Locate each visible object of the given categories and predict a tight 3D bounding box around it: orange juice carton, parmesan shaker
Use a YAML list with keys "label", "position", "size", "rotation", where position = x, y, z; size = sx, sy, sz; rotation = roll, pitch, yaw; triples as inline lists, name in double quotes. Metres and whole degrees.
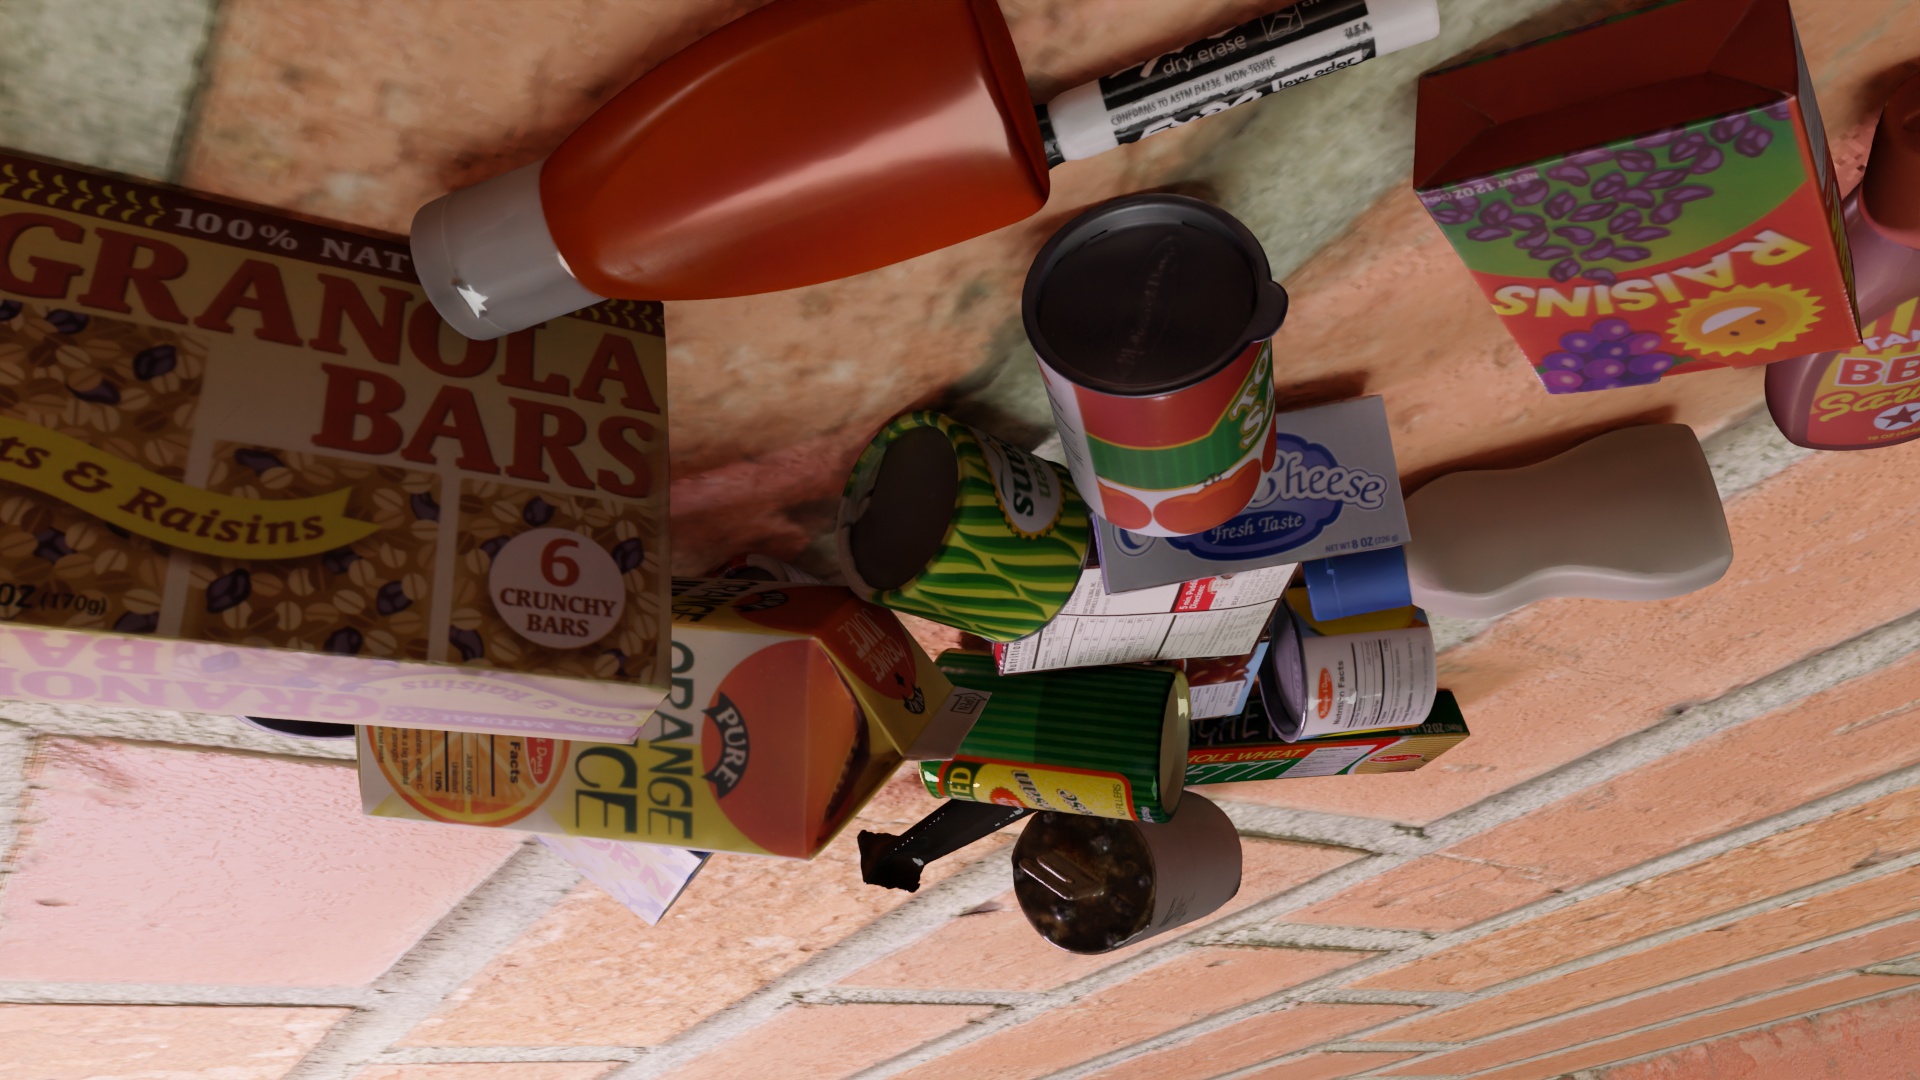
- label: "orange juice carton"
  position: [-0.090, 0.053, 0.453]
  size: [0.193, 0.073, 0.072]
  rotation: [3, -171, 9]
- label: "parmesan shaker"
  position: [0.040, 0.081, 0.589]
  size: [0.103, 0.071, 0.071]
  rotation: [3, 154, 21]

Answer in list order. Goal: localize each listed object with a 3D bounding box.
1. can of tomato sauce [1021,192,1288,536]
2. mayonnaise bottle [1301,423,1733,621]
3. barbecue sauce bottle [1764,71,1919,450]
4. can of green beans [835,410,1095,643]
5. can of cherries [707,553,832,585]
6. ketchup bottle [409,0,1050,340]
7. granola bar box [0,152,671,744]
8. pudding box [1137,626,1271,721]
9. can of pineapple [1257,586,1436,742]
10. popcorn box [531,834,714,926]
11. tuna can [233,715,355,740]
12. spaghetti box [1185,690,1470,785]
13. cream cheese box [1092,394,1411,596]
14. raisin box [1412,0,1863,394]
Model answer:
- label: "can of tomato sauce"
  position: [0.060, -0.048, 0.403]
  size: [0.071, 0.071, 0.082]
  rotation: [-13, 150, 7]
- label: "mayonnaise bottle"
  position: [0.206, 0.000, 0.531]
  size: [0.148, 0.065, 0.041]
  rotation: [-12, 158, 14]
- label: "barbecue sauce bottle"
  position: [0.291, -0.082, 0.427]
  size: [0.065, 0.044, 0.148]
  rotation: [-12, 150, 17]
- label: "can of green beans"
  position: [0.000, -0.004, 0.464]
  size: [0.058, 0.071, 0.071]
  rotation: [21, 139, -39]
- label: "can of cherries"
  position: [-0.069, 0.047, 0.530]
  size: [0.071, 0.072, 0.058]
  rotation: [-27, 145, 29]
- label: "ketchup bottle"
  position: [-0.057, -0.085, 0.329]
  size: [0.149, 0.044, 0.064]
  rotation: [-15, 129, 14]
- label: "granola bar box"
  position: [-0.156, -0.019, 0.339]
  size: [0.166, 0.125, 0.039]
  rotation: [9, 145, -28]
- label: "pudding box"
  position: [0.107, 0.052, 0.624]
  size: [0.050, 0.030, 0.083]
  rotation: [-6, 150, -2]
- label: "can of pineapple"
  position: [0.165, 0.050, 0.602]
  size: [0.058, 0.071, 0.070]
  rotation: [-5, 150, -6]
- label: "popcorn box"
  position: [-0.151, 0.090, 0.549]
  size: [0.127, 0.038, 0.084]
  rotation: [37, 140, 0]
- label: "tuna can"
  position: [-0.239, 0.047, 0.524]
  size: [0.071, 0.033, 0.070]
  rotation: [-6, 150, -4]
- label: "spaghetti box"
  position: [0.144, 0.101, 0.702]
  size: [0.250, 0.029, 0.050]
  rotation: [1, 148, -24]
- label: "cream cheese box"
  position: [0.097, -0.015, 0.478]
  size: [0.104, 0.053, 0.024]
  rotation: [-10, 177, 3]
- label: "raisin box"
  position: [0.185, -0.086, 0.374]
  size: [0.086, 0.040, 0.123]
  rotation: [-8, 155, 36]
